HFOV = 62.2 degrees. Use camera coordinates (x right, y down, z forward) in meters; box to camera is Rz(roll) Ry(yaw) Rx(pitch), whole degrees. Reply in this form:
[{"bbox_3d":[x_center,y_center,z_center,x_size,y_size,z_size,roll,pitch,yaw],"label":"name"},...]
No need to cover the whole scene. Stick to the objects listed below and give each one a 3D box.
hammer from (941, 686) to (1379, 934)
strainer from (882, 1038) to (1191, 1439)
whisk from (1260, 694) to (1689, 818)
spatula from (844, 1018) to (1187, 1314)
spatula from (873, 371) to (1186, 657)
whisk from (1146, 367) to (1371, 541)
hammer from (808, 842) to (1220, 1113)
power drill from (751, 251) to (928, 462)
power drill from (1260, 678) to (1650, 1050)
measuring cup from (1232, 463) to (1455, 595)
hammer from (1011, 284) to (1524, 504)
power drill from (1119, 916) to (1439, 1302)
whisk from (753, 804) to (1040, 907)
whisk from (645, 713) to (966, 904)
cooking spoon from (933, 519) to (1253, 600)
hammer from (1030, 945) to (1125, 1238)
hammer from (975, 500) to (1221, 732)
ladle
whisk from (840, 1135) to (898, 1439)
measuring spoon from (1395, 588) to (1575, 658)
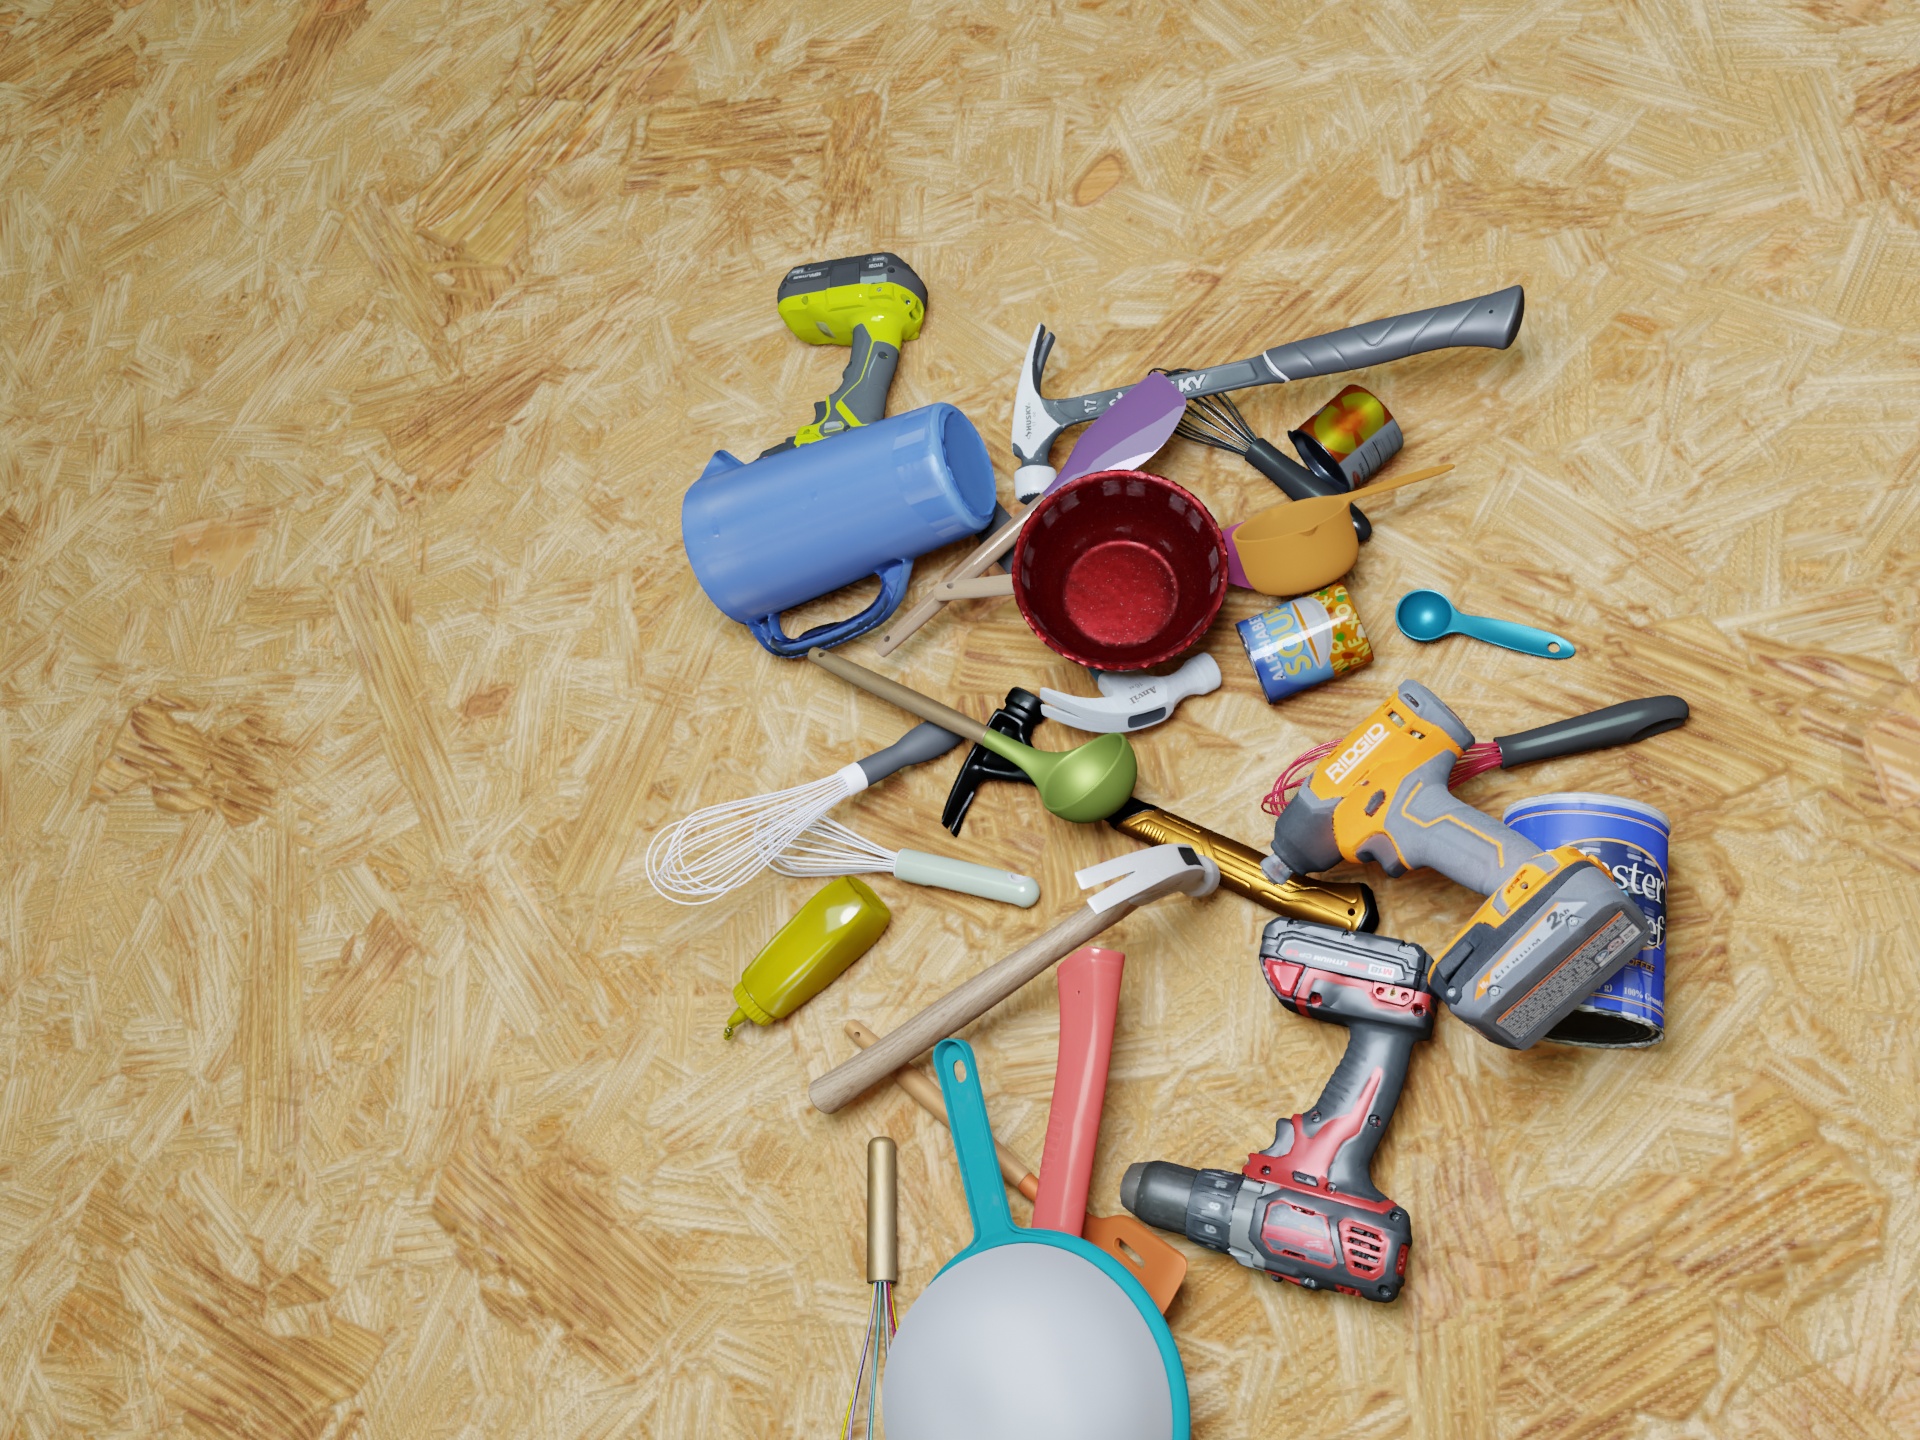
[{"bbox_3d":[0.146,0.088,1.174,0.337,0.034,0.127,24,76,28],"label":"hammer"},{"bbox_3d":[0.012,0.364,0.993,0.211,0.095,0.341,-25,65,26],"label":"strainer"},{"bbox_3d":[0.356,0.028,1.108,0.296,0.073,0.073,-14,62,9],"label":"whisk"},{"bbox_3d":[0.024,0.308,1.116,0.323,0.041,0.081,35,95,32],"label":"spatula"},{"bbox_3d":[0.052,-0.157,1.264,0.316,0.018,0.060,-41,62,9],"label":"spatula"},{"bbox_3d":[0.236,-0.213,1.273,0.055,0.055,0.239,-45,63,-3],"label":"whisk"},{"bbox_3d":[0.026,0.183,1.113,0.331,0.130,0.031,-36,66,15],"label":"hammer"},{"bbox_3d":[-0.112,-0.299,1.430,0.171,0.080,0.223,-3,69,20],"label":"power drill"},{"bbox_3d":[0.293,0.095,0.995,0.164,0.084,0.227,-45,42,11],"label":"power drill"},{"bbox_3d":[0.291,-0.141,1.185,0.173,0.052,0.095,-19,18,-1],"label":"measuring cup"},{"bbox_3d":[0.226,-0.275,1.238,0.409,0.036,0.149,-8,77,26],"label":"hammer"},{"bbox_3d":[0.216,0.250,1.051,0.188,0.080,0.227,9,73,25],"label":"power drill"},{"bbox_3d":[-0.054,0.111,1.239,0.246,0.058,0.059,10,105,22],"label":"whisk"},{"bbox_3d":[-0.112,0.059,1.229,0.284,0.070,0.070,-27,56,-22],"label":"whisk"},{"bbox_3d":[0.137,-0.117,1.246,0.319,0.017,0.069,-6,63,4],"label":"cooking spoon"},{"bbox_3d":[0.072,0.330,1.043,0.149,0.036,0.359,4,79,34],"label":"hammer"},{"bbox_3d":[0.065,-0.113,1.288,0.128,0.033,0.331,-26,55,-14],"label":"hammer"},{"bbox_3d":[-0.002,-0.004,1.223,0.320,0.062,0.078,25,64,31],"label":"ladle"},{"bbox_3d":[-0.058,0.412,1.100,0.047,0.051,0.245,-14,59,21],"label":"whisk"},{"bbox_3d":[0.383,-0.063,1.166,0.129,0.021,0.042,17,73,17],"label":"measuring spoon"}]
